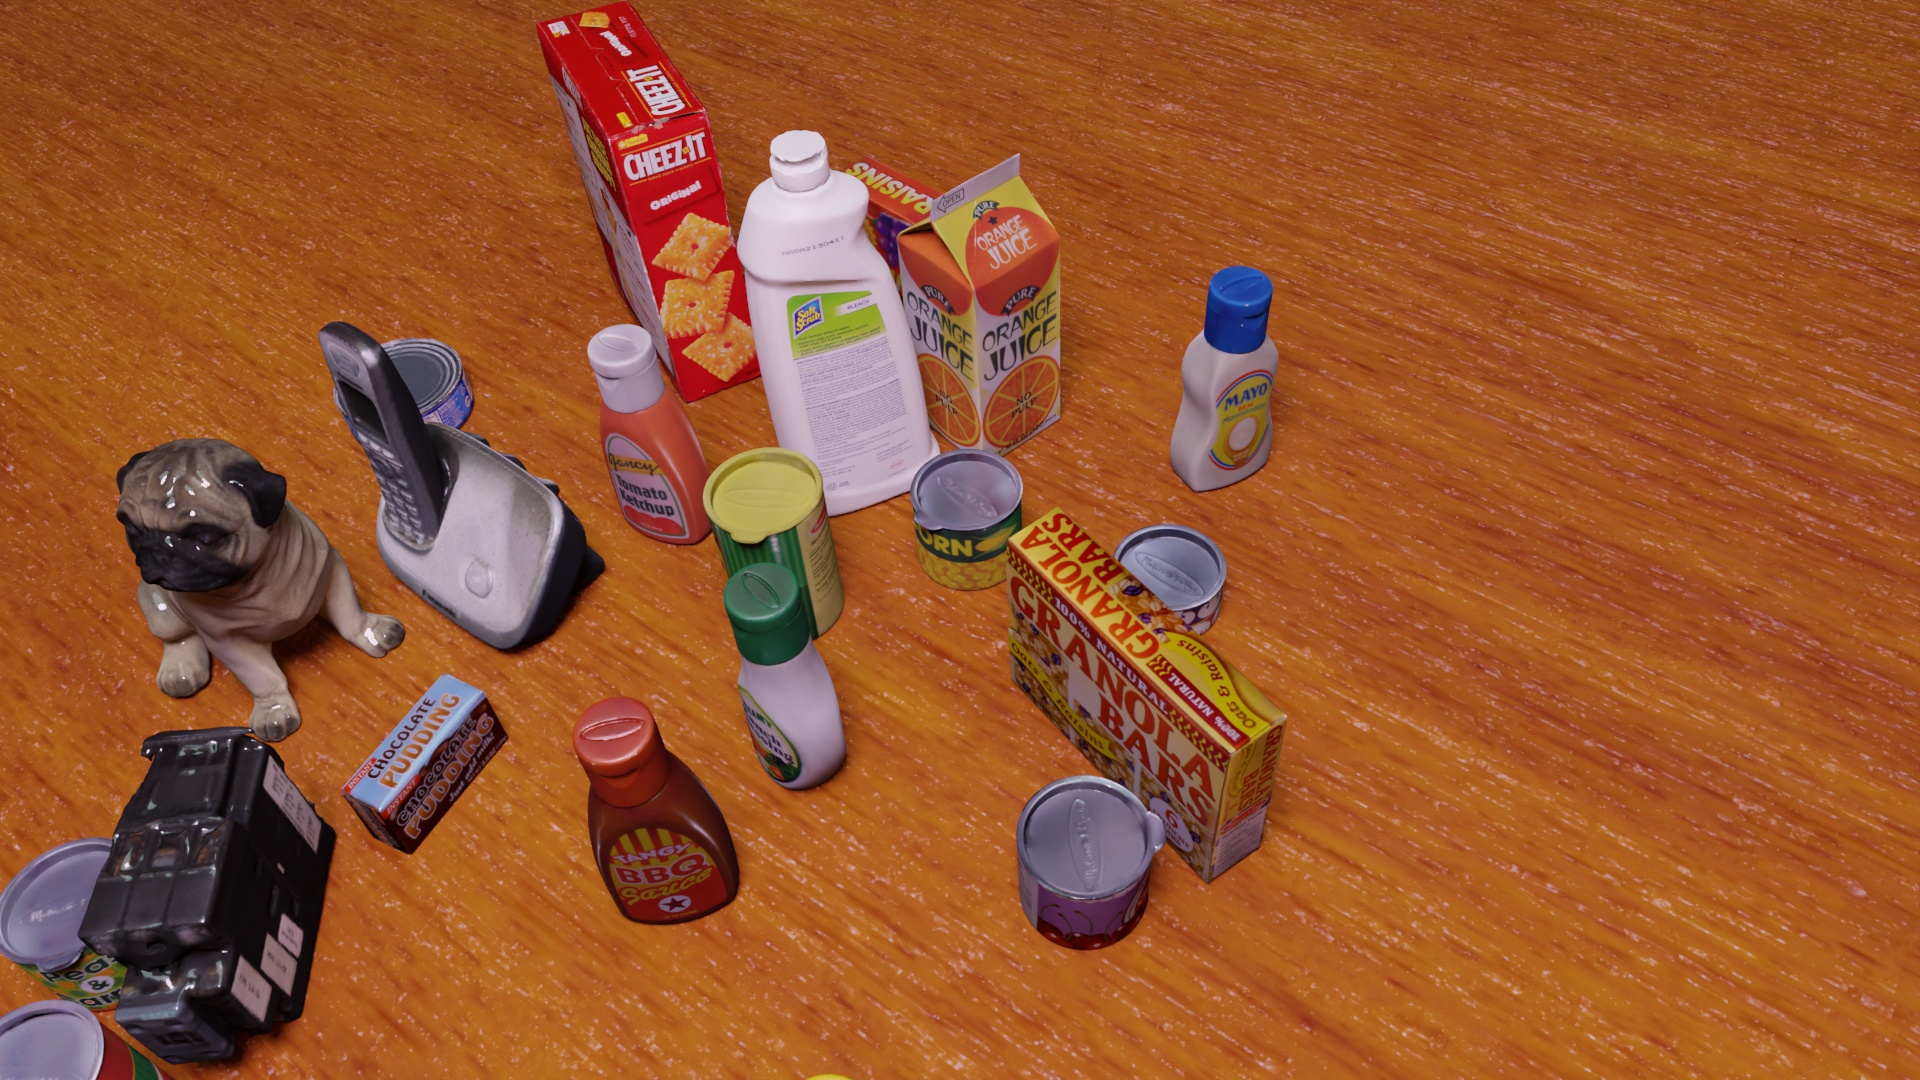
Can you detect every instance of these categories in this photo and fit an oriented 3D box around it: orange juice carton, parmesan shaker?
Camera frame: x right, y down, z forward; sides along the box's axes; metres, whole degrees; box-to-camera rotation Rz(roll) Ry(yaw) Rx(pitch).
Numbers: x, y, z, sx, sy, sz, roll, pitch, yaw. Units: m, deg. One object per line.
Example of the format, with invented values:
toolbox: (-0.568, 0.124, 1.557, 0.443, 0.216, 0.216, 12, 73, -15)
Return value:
orange juice carton: (0.014, -0.146, 0.866, 0.072, 0.191, 0.073, -35, 55, -24)
parmesan shaker: (-0.106, 0.008, 0.798, 0.071, 0.102, 0.072, -2, 48, 2)

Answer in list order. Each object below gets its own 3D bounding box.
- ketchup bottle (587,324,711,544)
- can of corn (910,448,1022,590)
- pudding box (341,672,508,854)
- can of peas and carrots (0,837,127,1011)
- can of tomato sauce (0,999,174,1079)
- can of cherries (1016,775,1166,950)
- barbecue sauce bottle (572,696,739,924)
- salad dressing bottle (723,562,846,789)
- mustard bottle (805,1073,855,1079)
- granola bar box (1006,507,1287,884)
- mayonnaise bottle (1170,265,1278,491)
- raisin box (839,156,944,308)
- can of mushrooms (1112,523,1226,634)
ketchup bottle: (-0.188, -0.063, 0.835, 0.065, 0.148, 0.044, 18, 52, 18)
can of corn: (0.003, -0.010, 0.836, 0.071, 0.058, 0.071, -2, 48, 2)
pudding box: (-0.286, 0.119, 0.746, 0.030, 0.049, 0.084, 19, 52, 19)
can of peas and carrots: (-0.426, 0.192, 0.684, 0.071, 0.058, 0.071, -2, 48, 2)
can of tomato sauce: (-0.392, 0.253, 0.612, 0.071, 0.082, 0.071, -2, 48, 2)
can of cherries: (0.063, 0.159, 0.682, 0.071, 0.058, 0.072, -2, 48, 2)
barbecue sauce bottle: (-0.148, 0.130, 0.661, 0.065, 0.147, 0.044, -10, 49, -5)
salad dressing bottle: (-0.091, 0.071, 0.711, 0.044, 0.146, 0.064, -34, 55, -23)
mustard bottle: (-0.047, 0.247, 0.543, 0.049, 0.159, 0.066, 3, 49, 7)
granola bar box: (0.087, 0.079, 0.708, 0.039, 0.123, 0.166, -30, 53, -21)
mayonnaise bottle: (0.163, -0.097, 0.843, 0.065, 0.147, 0.041, -22, 51, -15)
raisin box: (-0.043, -0.191, 0.956, 0.086, 0.122, 0.040, 34, 59, 29)
can of mushrooms: (0.119, 0.026, 0.813, 0.071, 0.033, 0.071, -2, 48, 2)
